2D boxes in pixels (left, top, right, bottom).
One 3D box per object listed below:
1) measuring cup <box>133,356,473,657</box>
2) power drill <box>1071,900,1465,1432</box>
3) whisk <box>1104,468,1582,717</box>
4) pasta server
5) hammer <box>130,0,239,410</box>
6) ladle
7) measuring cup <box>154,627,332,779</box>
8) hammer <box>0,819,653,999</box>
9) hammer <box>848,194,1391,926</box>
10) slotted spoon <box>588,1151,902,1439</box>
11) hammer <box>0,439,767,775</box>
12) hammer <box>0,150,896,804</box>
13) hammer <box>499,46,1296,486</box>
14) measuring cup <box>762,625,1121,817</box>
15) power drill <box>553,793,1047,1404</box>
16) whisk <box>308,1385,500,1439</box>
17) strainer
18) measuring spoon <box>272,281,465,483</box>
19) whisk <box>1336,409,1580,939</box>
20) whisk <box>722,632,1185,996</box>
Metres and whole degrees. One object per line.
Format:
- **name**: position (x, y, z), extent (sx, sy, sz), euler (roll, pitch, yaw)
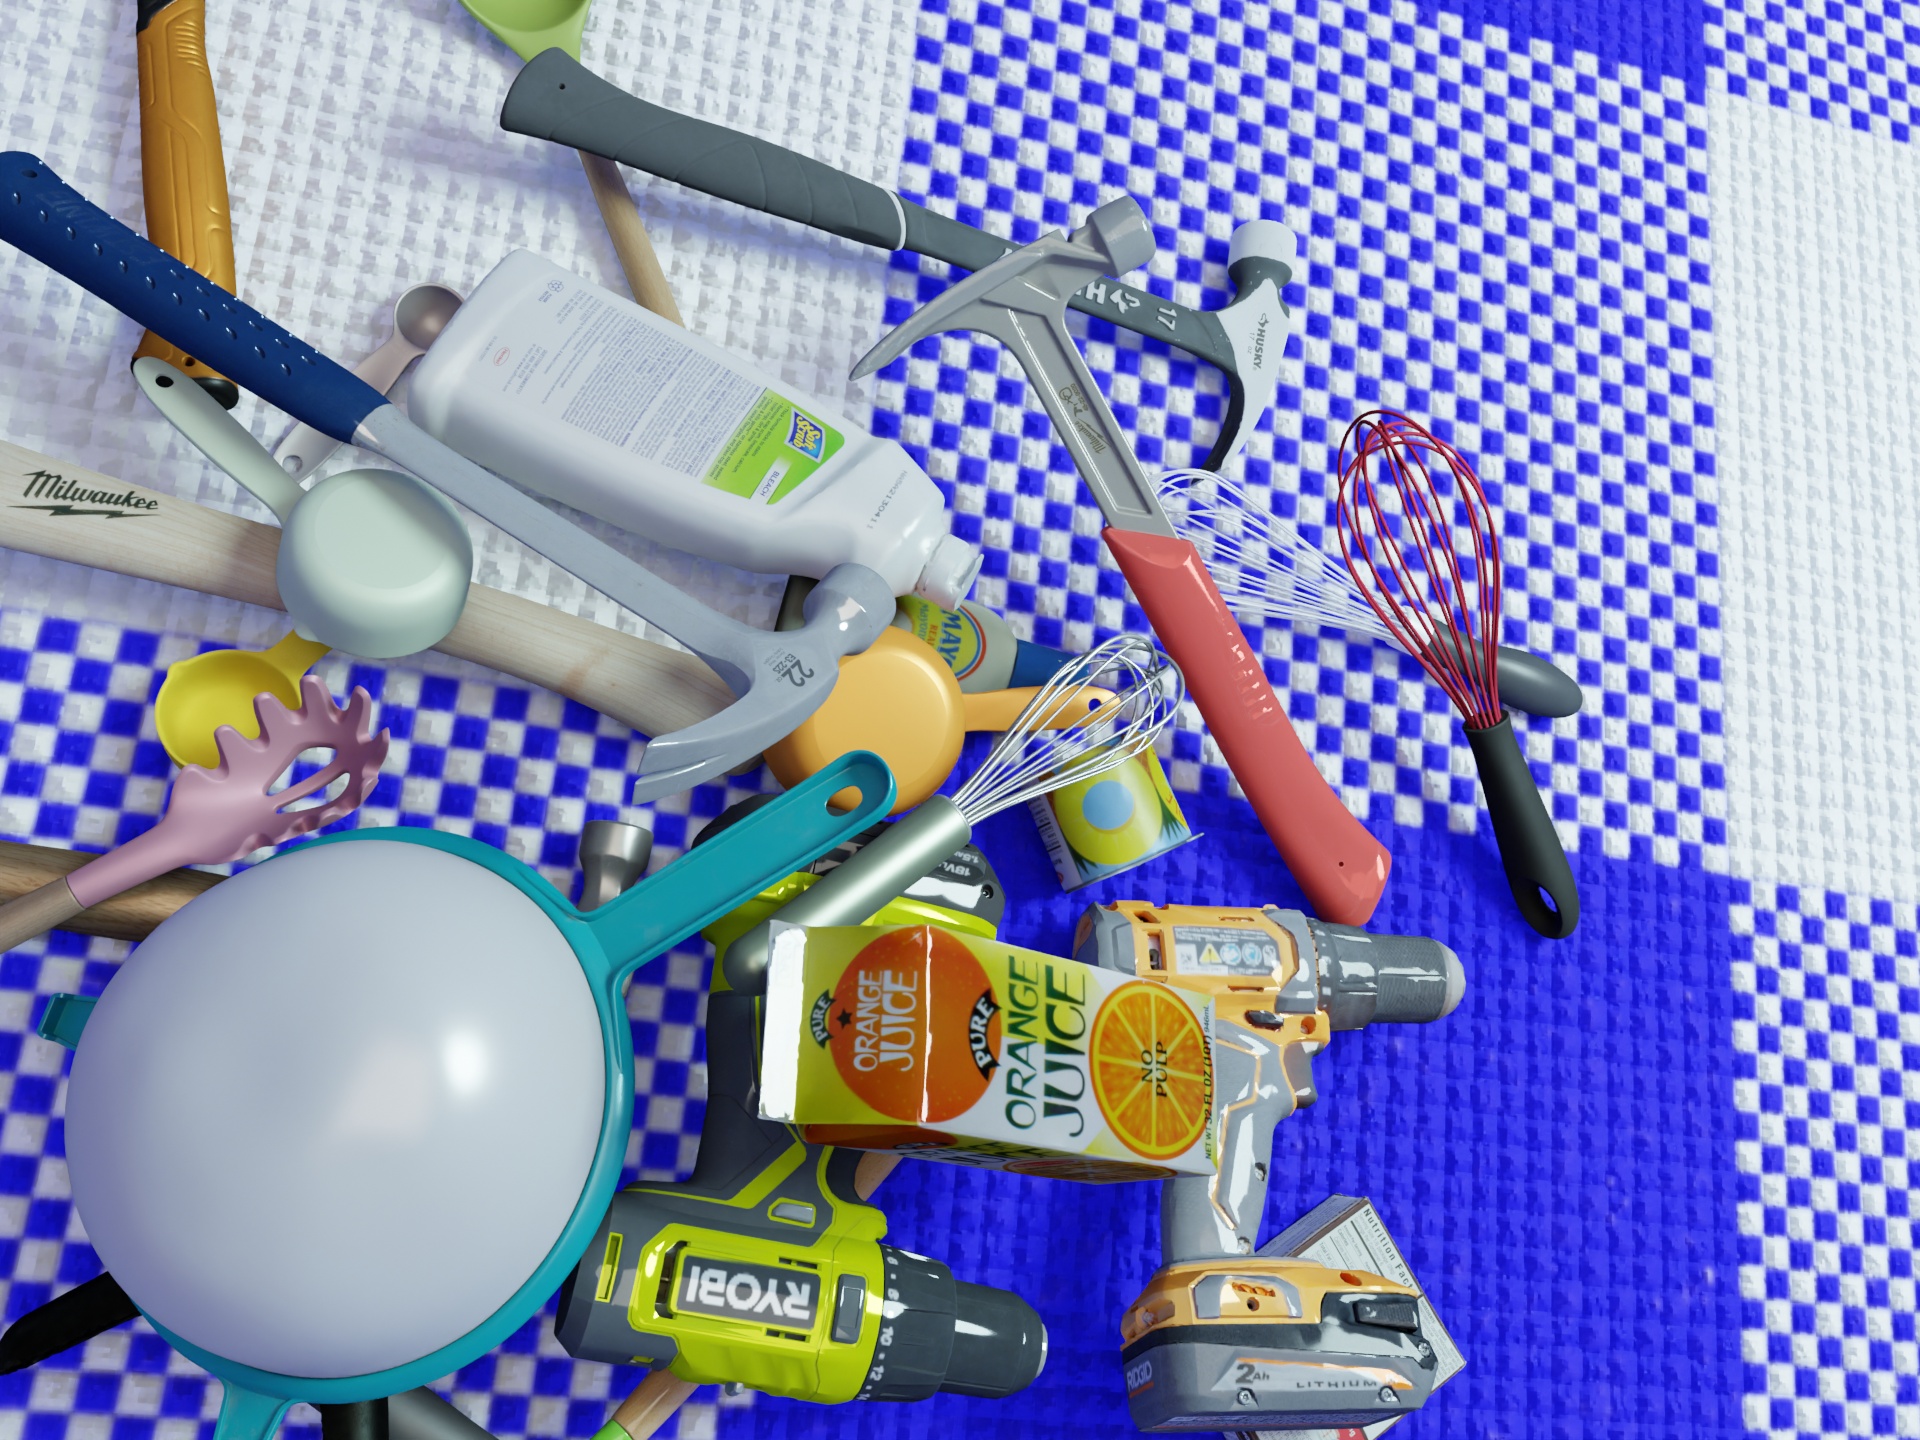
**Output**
- **measuring cup**: position (-0.271, -0.098, 0.647), extent (0.167, 0.038, 0.083), euler (43, 55, -3)
- **power drill**: position (0.149, 0.188, 0.706), extent (0.185, 0.084, 0.226), euler (3, 59, -10)
- **whisk**: position (0.204, -0.059, 0.817), extent (0.284, 0.070, 0.070), euler (21, 73, -14)
- **pasta server**: position (-0.366, 0.076, 0.603), extent (0.316, 0.040, 0.060), euler (-29, 74, -18)
- **hammer**: position (-0.352, -0.301, 0.730), extent (0.127, 0.034, 0.337), euler (-6, 79, -16)
- **ladle**: position (-0.166, -0.258, 0.760), extent (0.078, 0.062, 0.320), euler (-21, 86, -18)
- **measuring cup**: position (-0.282, -0.032, 0.696), extent (0.062, 0.029, 0.156), euler (40, 59, -4)
- **hammer**: position (-0.301, 0.082, 0.655), extent (0.331, 0.031, 0.130), euler (11, 74, -13)
- **hammer**: position (0.096, -0.050, 0.748), extent (0.149, 0.037, 0.359), euler (-30, 103, 3)
- **slotted spoon**: position (-0.117, 0.262, 0.635), extent (0.070, 0.031, 0.314), euler (44, 57, 7)
- **hammer**: position (-0.264, -0.066, 0.681), extent (0.410, 0.038, 0.146), euler (17, 60, -17)
- **hammer**: position (-0.228, -0.110, 0.631), extent (0.405, 0.035, 0.144), euler (32, 45, 6)
- **hammer**: position (-0.017, -0.234, 0.782), extent (0.408, 0.036, 0.149), euler (14, 76, -19)
- **measuring cup**: position (-0.001, -0.002, 0.708), extent (0.173, 0.052, 0.095), euler (-4, 92, -16)
- **power drill**: position (-0.048, 0.161, 0.658), extent (0.190, 0.080, 0.229), euler (15, 62, -14)
- **whisk**: position (-0.170, 0.306, 0.633), extent (0.239, 0.055, 0.055), euler (32, 71, -2)
- **strainer**: position (-0.175, 0.097, 0.565), extent (0.340, 0.095, 0.211), euler (-31, 72, -3)
- **measuring spoon**: position (-0.272, -0.151, 0.730), extent (0.034, 0.018, 0.124), euler (40, 77, -5)
- **whisk**: position (0.252, -0.017, 0.782), extent (0.073, 0.073, 0.295), euler (-31, 108, -20)
- **whisk**: position (0.001, 0.036, 0.664), extent (0.246, 0.057, 0.059), euler (-35, 50, -25)
